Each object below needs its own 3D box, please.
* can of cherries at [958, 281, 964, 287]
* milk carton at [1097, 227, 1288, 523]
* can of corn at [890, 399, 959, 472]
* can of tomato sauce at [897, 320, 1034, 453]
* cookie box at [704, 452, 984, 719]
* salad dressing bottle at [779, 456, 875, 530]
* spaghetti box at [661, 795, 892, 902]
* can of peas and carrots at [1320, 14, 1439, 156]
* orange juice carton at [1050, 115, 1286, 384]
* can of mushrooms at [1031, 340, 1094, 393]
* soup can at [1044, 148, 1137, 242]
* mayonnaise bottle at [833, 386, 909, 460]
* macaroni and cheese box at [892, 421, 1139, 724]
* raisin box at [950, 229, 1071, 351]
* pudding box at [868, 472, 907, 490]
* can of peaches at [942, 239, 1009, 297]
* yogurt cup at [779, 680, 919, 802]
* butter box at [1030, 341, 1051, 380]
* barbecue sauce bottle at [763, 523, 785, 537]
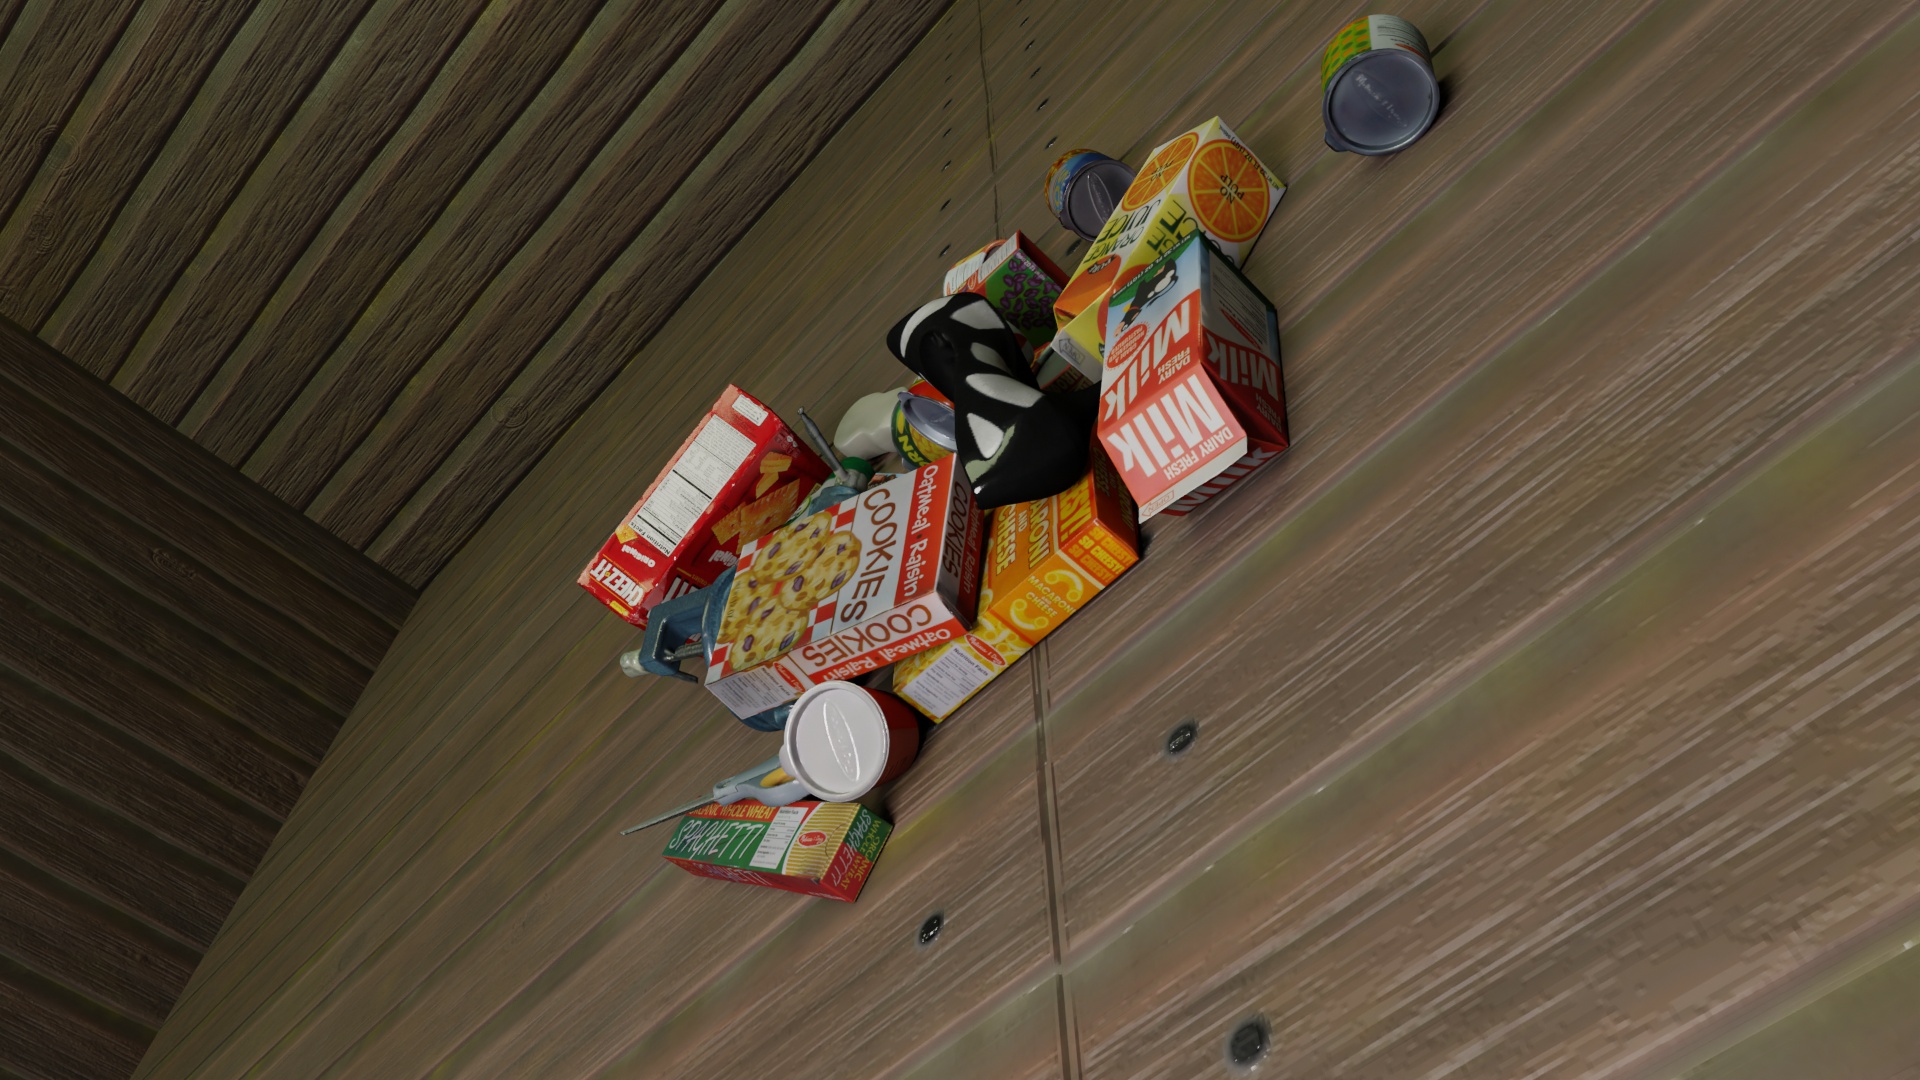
[{"bbox_3d":[0.015,-0.171,1.144,0.071,0.071,0.059,-20,36,53],"label":"can of cherries"},{"bbox_3d":[0.127,-0.085,0.762,0.072,0.073,0.191,-37,25,31],"label":"milk carton"},{"bbox_3d":[-0.012,-0.086,1.054,0.058,0.071,0.071,-10,45,59],"label":"can of corn"},{"bbox_3d":[0.004,-0.115,0.993,0.071,0.071,0.083,-9,46,60],"label":"can of tomato sauce"},{"bbox_3d":[-0.066,0.027,0.839,0.167,0.040,0.123,-22,36,24],"label":"cookie box"},{"bbox_3d":[-0.114,-0.018,1.146,0.064,0.044,0.148,-52,4,39],"label":"salad dressing bottle"},{"bbox_3d":[-0.123,0.189,0.872,0.249,0.028,0.050,-15,41,57],"label":"spaghetti box"},{"bbox_3d":[0.250,-0.273,0.837,0.070,0.071,0.059,-36,25,34],"label":"can of peas and carrots"},{"bbox_3d":[0.130,-0.179,0.914,0.193,0.071,0.073,-58,21,-20],"label":"orange juice carton"},{"bbox_3d":[0.079,-0.118,0.969,0.071,0.033,0.071,-41,23,21],"label":"can of mushrooms"},{"bbox_3d":[0.106,-0.283,1.138,0.071,0.071,0.084,-47,21,10],"label":"soup can"},{"bbox_3d":[-0.059,-0.104,1.214,0.065,0.041,0.148,-59,24,-17],"label":"mayonnaise bottle"},{"bbox_3d":[0.032,0.016,0.832,0.166,0.040,0.124,-41,23,24],"label":"macaroni and cheese box"},{"bbox_3d":[0.031,-0.165,1.070,0.123,0.086,0.040,-40,25,25],"label":"raisin box"},{"bbox_3d":[-0.055,-0.026,1.090,0.050,0.030,0.083,-54,21,-11],"label":"pudding box"},{"bbox_3d":[0.030,-0.219,1.194,0.058,0.071,0.071,-16,40,57],"label":"can of peaches"},{"bbox_3d":[-0.060,0.115,0.805,0.072,0.072,0.054,-44,-21,16],"label":"yogurt cup"},{"bbox_3d":[0.044,-0.096,1.015,0.053,0.024,0.104,-29,29,45],"label":"butter box"},{"bbox_3d":[-0.153,0.044,1.154,0.064,0.043,0.149,-47,21,18],"label":"barbecue sauce bottle"}]
